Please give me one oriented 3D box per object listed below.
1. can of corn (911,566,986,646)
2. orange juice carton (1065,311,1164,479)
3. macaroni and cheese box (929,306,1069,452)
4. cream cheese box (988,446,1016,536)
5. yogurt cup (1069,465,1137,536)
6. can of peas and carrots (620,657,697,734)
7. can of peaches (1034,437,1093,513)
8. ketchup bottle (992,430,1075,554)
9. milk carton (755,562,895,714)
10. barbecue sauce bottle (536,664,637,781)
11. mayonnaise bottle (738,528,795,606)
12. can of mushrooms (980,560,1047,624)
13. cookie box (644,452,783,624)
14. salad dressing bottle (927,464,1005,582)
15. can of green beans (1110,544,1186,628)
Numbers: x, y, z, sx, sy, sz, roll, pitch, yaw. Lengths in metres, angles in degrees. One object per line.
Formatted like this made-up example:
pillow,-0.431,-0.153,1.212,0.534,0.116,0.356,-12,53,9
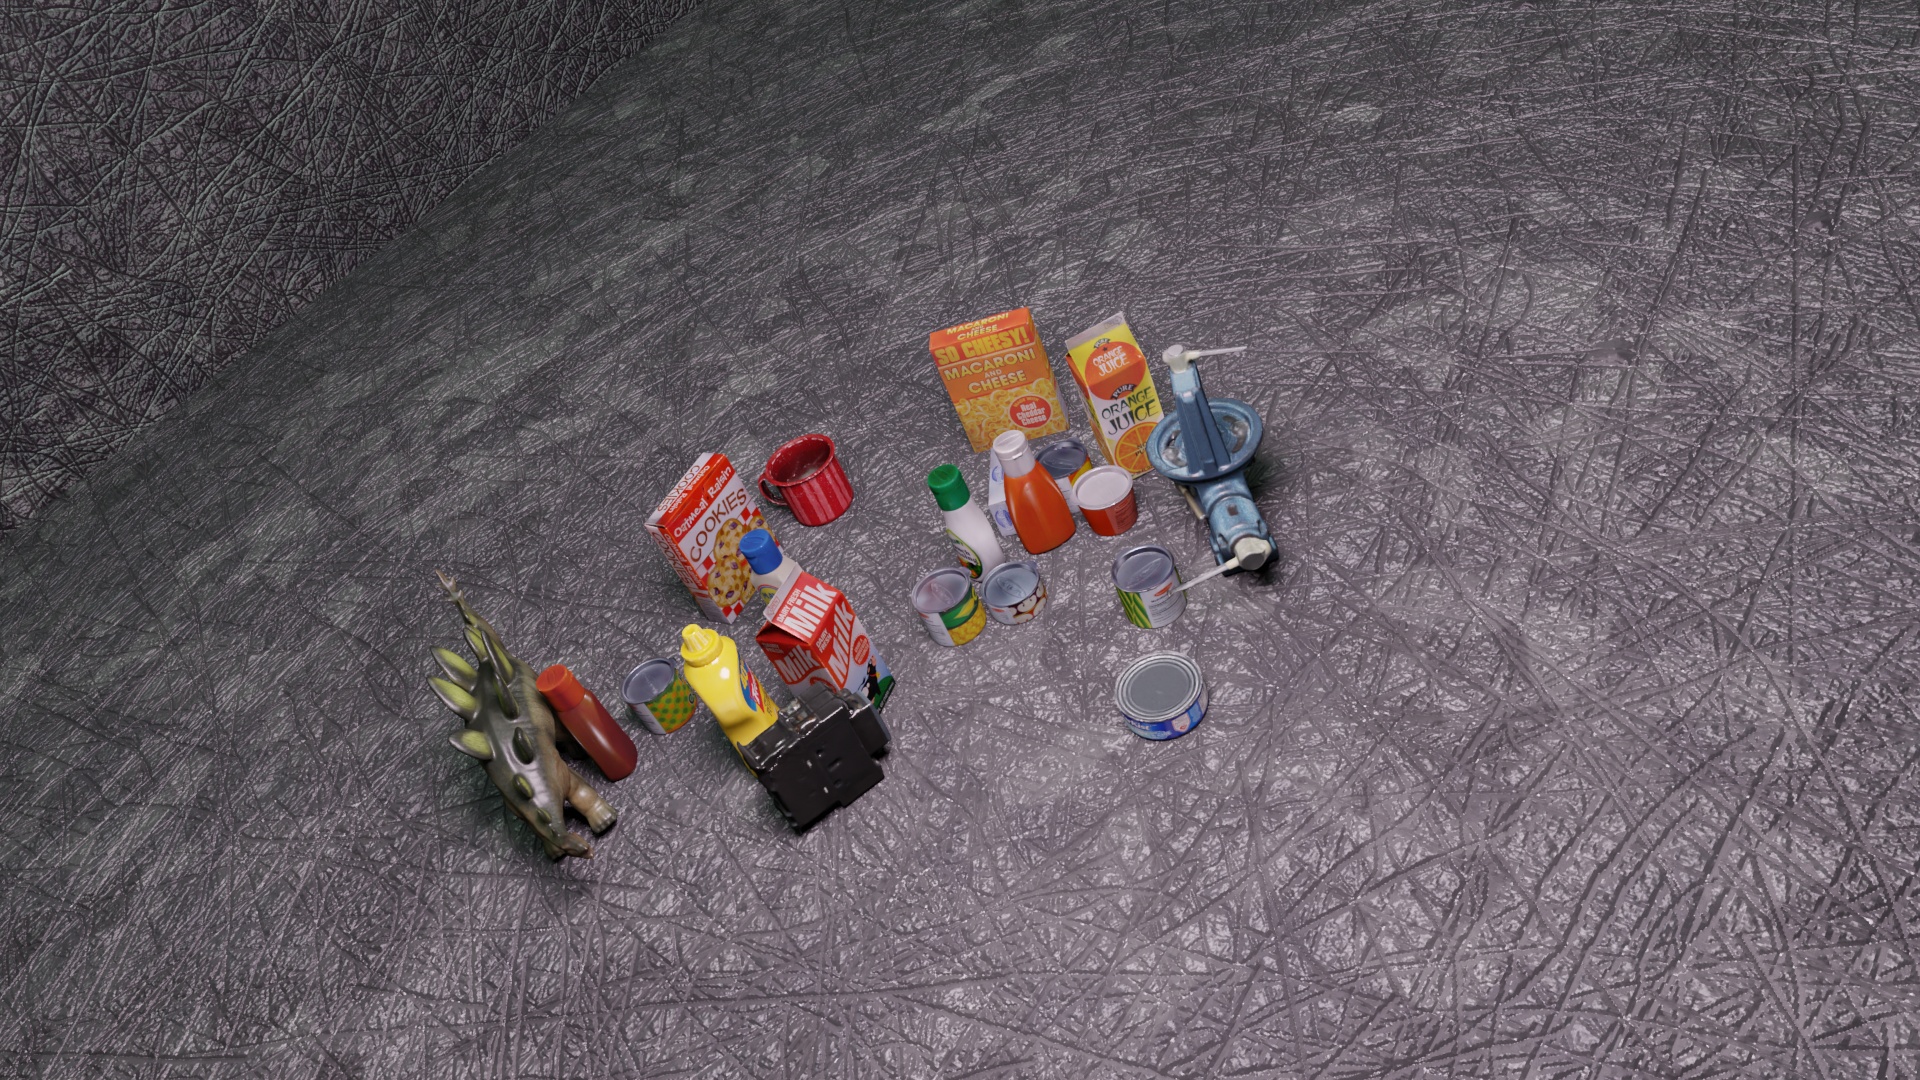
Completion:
can of corn,-0.010,0.070,1.497,0.071,0.058,0.071,-15,41,13
orange juice carton,0.175,-0.164,1.554,0.072,0.191,0.073,-26,39,-1
macaroni and cheese box,0.048,-0.192,1.671,0.123,0.165,0.040,-14,41,14
cream cheese box,0.052,-0.059,1.611,0.024,0.053,0.104,-13,41,15
yogurt cup,0.163,-0.042,1.534,0.072,0.053,0.073,-15,41,13
can of peas and carrots,-0.335,0.172,1.554,0.071,0.058,0.071,-15,41,13
can of peaches,0.122,-0.074,1.588,0.071,0.057,0.071,-15,41,13
ketchup bottle,0.076,-0.054,1.519,0.065,0.148,0.044,-29,39,-4
milk carton,-0.144,0.111,1.419,0.073,0.189,0.073,3,47,31
barbecue sauce bottle,-0.402,0.193,1.496,0.044,0.148,0.065,-29,39,-4
mayonnaise bottle,-0.200,0.050,1.548,0.065,0.147,0.041,2,47,30
can of mushrooms,0.060,0.055,1.497,0.071,0.033,0.071,-15,41,13
cookie box,-0.286,-0.002,1.636,0.040,0.166,0.123,7,49,33
salad dressing bottle,0.005,-0.019,1.518,0.044,0.147,0.064,-40,41,-16
can of green beans,0.193,0.047,1.418,0.071,0.057,0.071,-15,41,13
